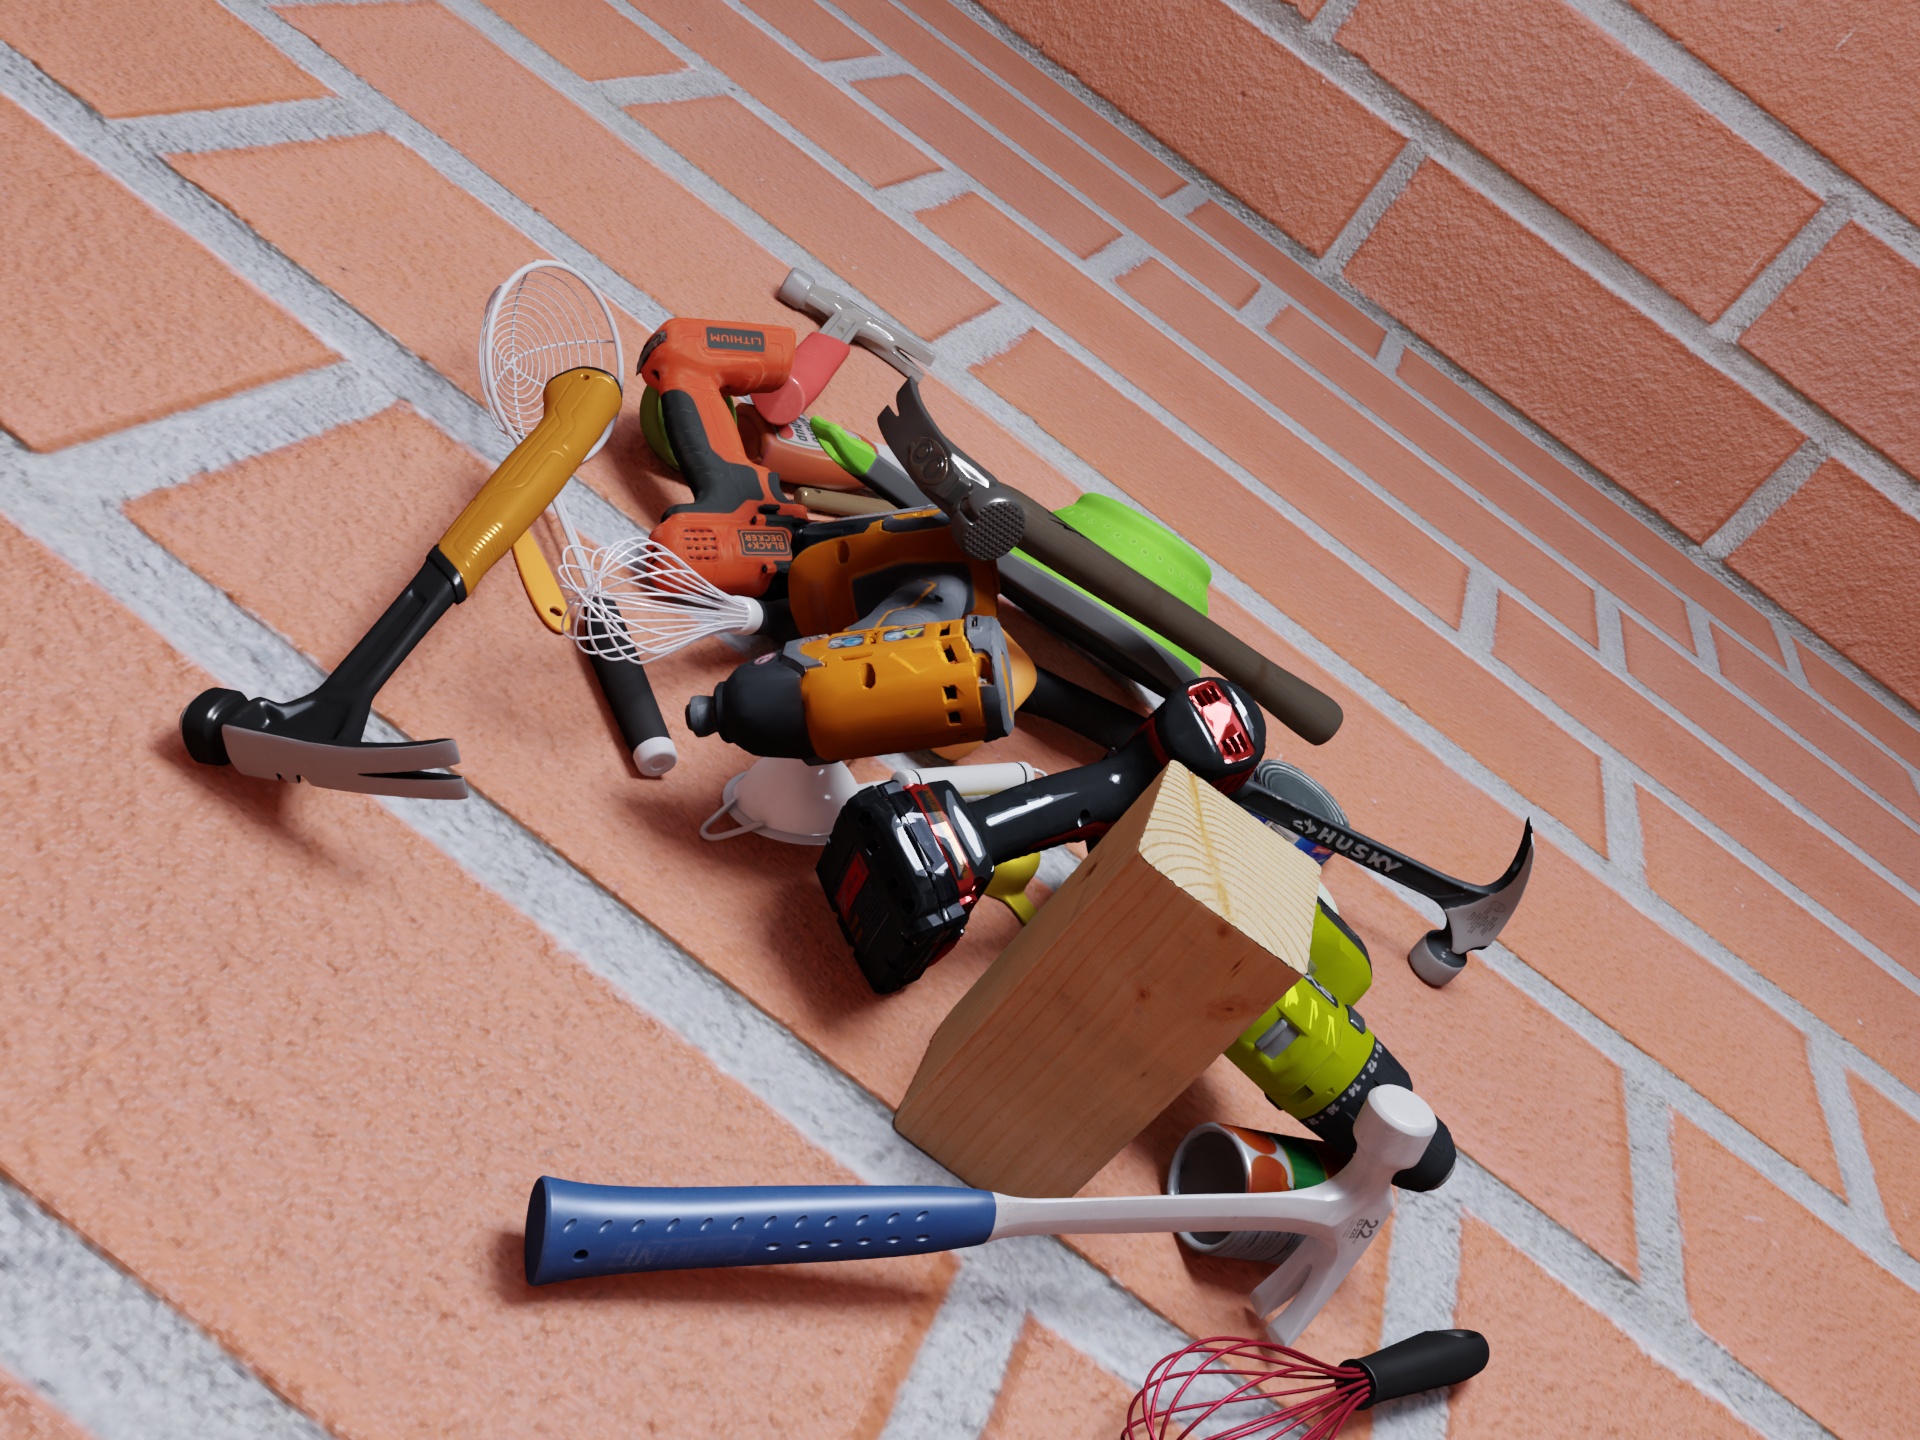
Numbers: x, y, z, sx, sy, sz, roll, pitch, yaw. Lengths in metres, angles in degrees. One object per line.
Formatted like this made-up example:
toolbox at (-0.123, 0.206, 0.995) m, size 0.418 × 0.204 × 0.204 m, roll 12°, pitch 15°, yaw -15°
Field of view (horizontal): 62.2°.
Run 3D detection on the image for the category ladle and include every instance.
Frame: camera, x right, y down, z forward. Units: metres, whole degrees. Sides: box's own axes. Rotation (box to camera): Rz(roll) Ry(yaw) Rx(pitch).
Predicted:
ladle at (-0.095, -0.123, 1.084) m, size 0.320 × 0.062 × 0.078 m, roll 43°, pitch 44°, yaw 5°

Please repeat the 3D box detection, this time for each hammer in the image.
hammer at (0.114, -0.078, 0.990) m, size 0.410 × 0.038 × 0.146 m, roll 27°, pitch 22°, yaw -42°
hammer at (0.019, 0.220, 0.688) m, size 0.405 × 0.144 × 0.035 m, roll 7°, pitch 26°, yaw -25°
hammer at (-0.240, -0.086, 0.800) m, size 0.127 × 0.034 × 0.337 m, roll 8°, pitch 41°, yaw 9°
hammer at (-0.103, -0.287, 1.269) m, size 0.149 × 0.036 × 0.359 m, roll 31°, pitch 22°, yaw -9°
hammer at (0.202, 0.049, 1.100) m, size 0.409 × 0.149 × 0.036 m, roll 26°, pitch 38°, yaw -5°

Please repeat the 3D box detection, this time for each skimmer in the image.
skimmer at (-0.207, -0.128, 0.940) m, size 0.127 × 0.090 × 0.364 m, roll 45°, pitch 14°, yaw -56°

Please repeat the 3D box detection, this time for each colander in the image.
colander at (0.059, -0.128, 1.079) m, size 0.396 × 0.094 × 0.205 m, roll 31°, pitch 2°, yaw -42°

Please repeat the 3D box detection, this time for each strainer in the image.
strainer at (-0.038, 0.036, 0.921) m, size 0.258 × 0.050 × 0.087 m, roll -2°, pitch 28°, yaw -45°

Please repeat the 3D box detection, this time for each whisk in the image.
whisk at (0.177, 0.318, 0.756) m, size 0.295 × 0.073 × 0.073 m, roll 11°, pitch 39°, yaw -45°
whisk at (-0.139, -0.061, 0.902) m, size 0.070 × 0.070 × 0.284 m, roll 45°, pitch 13°, yaw 13°

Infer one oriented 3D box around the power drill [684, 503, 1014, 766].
power drill at (-0.055, -0.046, 0.865) m, size 0.164 × 0.084 × 0.227 m, roll -8°, pitch 24°, yaw 4°

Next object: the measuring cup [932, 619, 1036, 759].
measuring cup at (-0.002, -0.003, 0.968) m, size 0.052 × 0.095 × 0.174 m, roll 44°, pitch 22°, yaw -5°

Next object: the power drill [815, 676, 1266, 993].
power drill at (0.042, 0.064, 0.855) m, size 0.226 × 0.187 × 0.080 m, roll -20°, pitch 71°, yaw -22°

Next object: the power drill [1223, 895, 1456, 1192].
power drill at (0.187, 0.156, 0.895) m, size 0.190 × 0.080 × 0.228 m, roll 43°, pitch 12°, yaw -1°

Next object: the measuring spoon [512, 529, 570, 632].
measuring spoon at (-0.248, -0.094, 0.929) m, size 0.021 × 0.011 × 0.117 m, roll 5°, pitch 43°, yaw -42°

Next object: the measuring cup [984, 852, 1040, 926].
measuring cup at (0.051, 0.111, 0.935) m, size 0.062 × 0.029 × 0.157 m, roll -8°, pitch 50°, yaw -50°

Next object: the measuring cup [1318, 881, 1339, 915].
measuring cup at (0.186, 0.119, 1.053) m, size 0.167 × 0.038 × 0.083 m, roll 13°, pitch 38°, yaw -36°

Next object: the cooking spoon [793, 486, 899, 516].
cooking spoon at (-0.002, -0.155, 1.256) m, size 0.318 × 0.017 × 0.069 m, roll 4°, pitch 43°, yaw -44°
